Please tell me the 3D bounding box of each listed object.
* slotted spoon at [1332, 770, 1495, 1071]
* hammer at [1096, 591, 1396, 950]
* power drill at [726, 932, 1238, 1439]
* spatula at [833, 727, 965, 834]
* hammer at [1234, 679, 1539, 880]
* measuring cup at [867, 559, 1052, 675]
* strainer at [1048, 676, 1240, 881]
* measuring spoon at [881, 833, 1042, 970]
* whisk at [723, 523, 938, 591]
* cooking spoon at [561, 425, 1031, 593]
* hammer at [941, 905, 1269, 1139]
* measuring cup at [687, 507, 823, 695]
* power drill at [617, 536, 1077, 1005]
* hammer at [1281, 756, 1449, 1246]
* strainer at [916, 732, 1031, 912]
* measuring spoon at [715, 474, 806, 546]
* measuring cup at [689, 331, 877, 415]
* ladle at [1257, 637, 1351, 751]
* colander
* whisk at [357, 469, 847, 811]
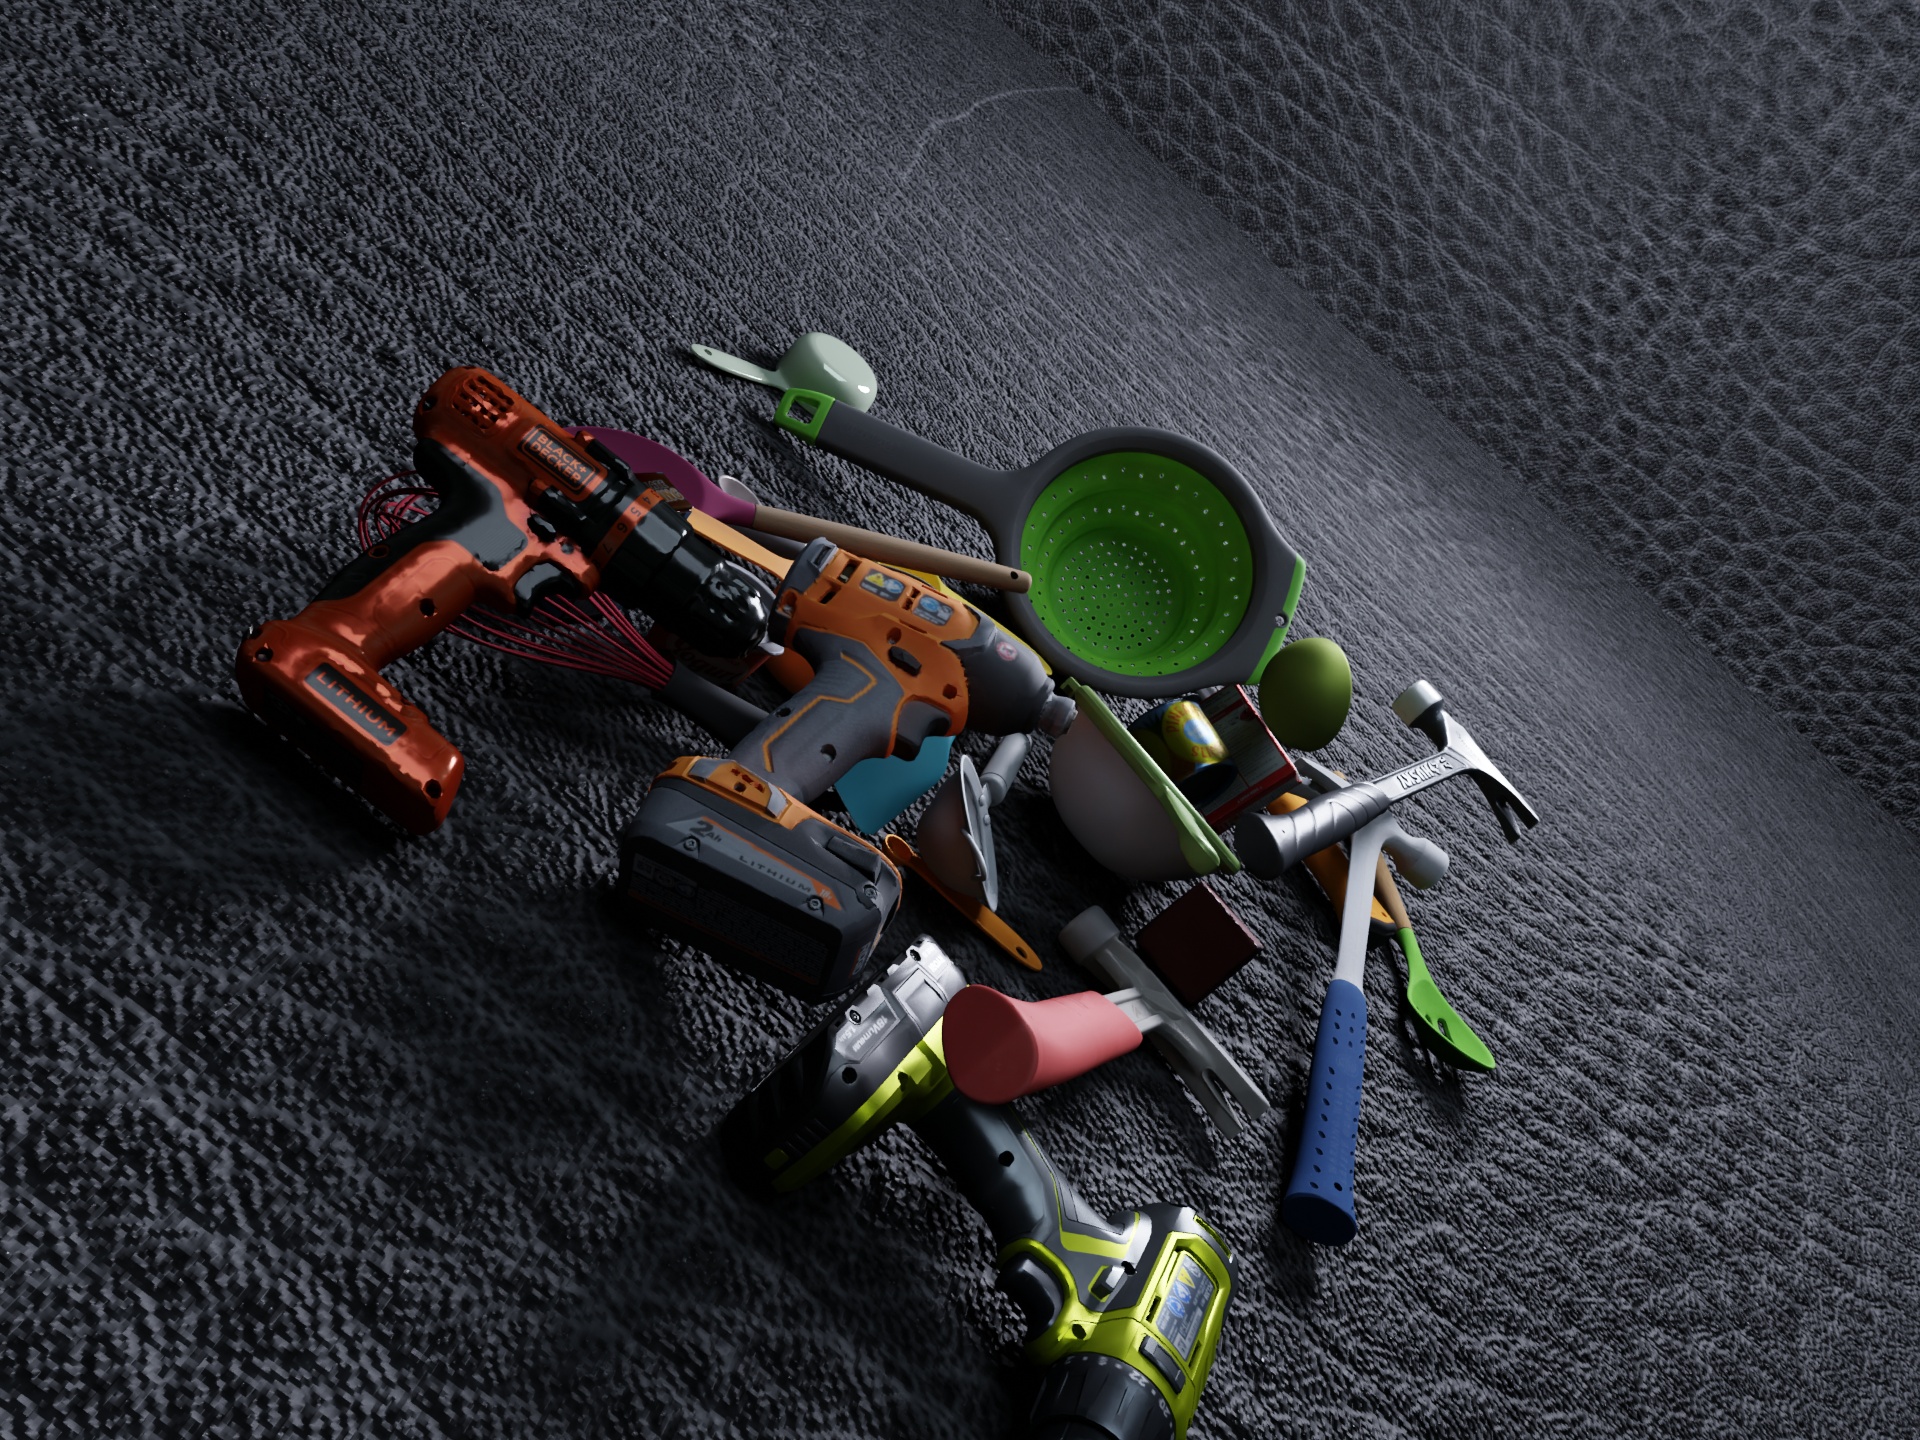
[{"bbox_3d":[0.330,0.145,1.212,0.070,0.031,0.314,27,31,-26],"label":"slotted spoon"},{"bbox_3d":[0.230,0.032,1.230,0.127,0.034,0.337,1,49,-49],"label":"hammer"},{"bbox_3d":[0.013,0.219,0.672,0.228,0.080,0.190,48,28,3],"label":"power drill"},{"bbox_3d":[-0.002,-0.003,0.968,0.082,0.044,0.317,64,20,2],"label":"spatula"},{"bbox_3d":[0.302,0.057,1.140,0.149,0.036,0.409,52,33,18],"label":"hammer"},{"bbox_3d":[-0.004,-0.067,1.080,0.156,0.029,0.062,34,30,-21],"label":"measuring cup"},{"bbox_3d":[0.103,0.064,0.941,0.151,0.069,0.256,49,6,-8],"label":"strainer"},{"bbox_3d":[0.000,0.103,0.878,0.117,0.011,0.021,41,23,-12],"label":"measuring spoon"},{"bbox_3d":[-0.104,-0.100,0.985,0.238,0.055,0.055,28,32,-17],"label":"whisk"},{"bbox_3d":[-0.101,-0.116,0.958,0.318,0.017,0.069,12,62,-22],"label":"cooking spoon"},{"bbox_3d":[0.068,0.151,0.744,0.149,0.036,0.359,49,8,16],"label":"hammer"},{"bbox_3d":[-0.112,-0.068,0.922,0.173,0.052,0.095,31,31,-18],"label":"measuring cup"},{"bbox_3d":[-0.045,0.019,0.763,0.164,0.084,0.227,25,49,4],"label":"power drill"},{"bbox_3d":[0.246,0.166,1.031,0.144,0.035,0.406,37,35,-6],"label":"hammer"},{"bbox_3d":[0.014,0.045,0.927,0.258,0.050,0.087,-54,133,-71],"label":"strainer"},{"bbox_3d":[-0.112,-0.111,1.022,0.124,0.018,0.034,39,23,-21],"label":"measuring spoon"},{"bbox_3d":[-0.127,-0.264,1.173,0.167,0.038,0.083,6,46,-50],"label":"measuring cup"},{"bbox_3d":[0.262,-0.008,1.198,0.320,0.062,0.078,19,75,-76],"label":"ladle"},{"bbox_3d":[0.048,-0.138,1.171,0.397,0.204,0.094,24,-14,0],"label":"colander"},{"bbox_3d":[-0.166,-0.030,0.802,0.295,0.073,0.073,34,30,-26],"label":"whisk"}]
